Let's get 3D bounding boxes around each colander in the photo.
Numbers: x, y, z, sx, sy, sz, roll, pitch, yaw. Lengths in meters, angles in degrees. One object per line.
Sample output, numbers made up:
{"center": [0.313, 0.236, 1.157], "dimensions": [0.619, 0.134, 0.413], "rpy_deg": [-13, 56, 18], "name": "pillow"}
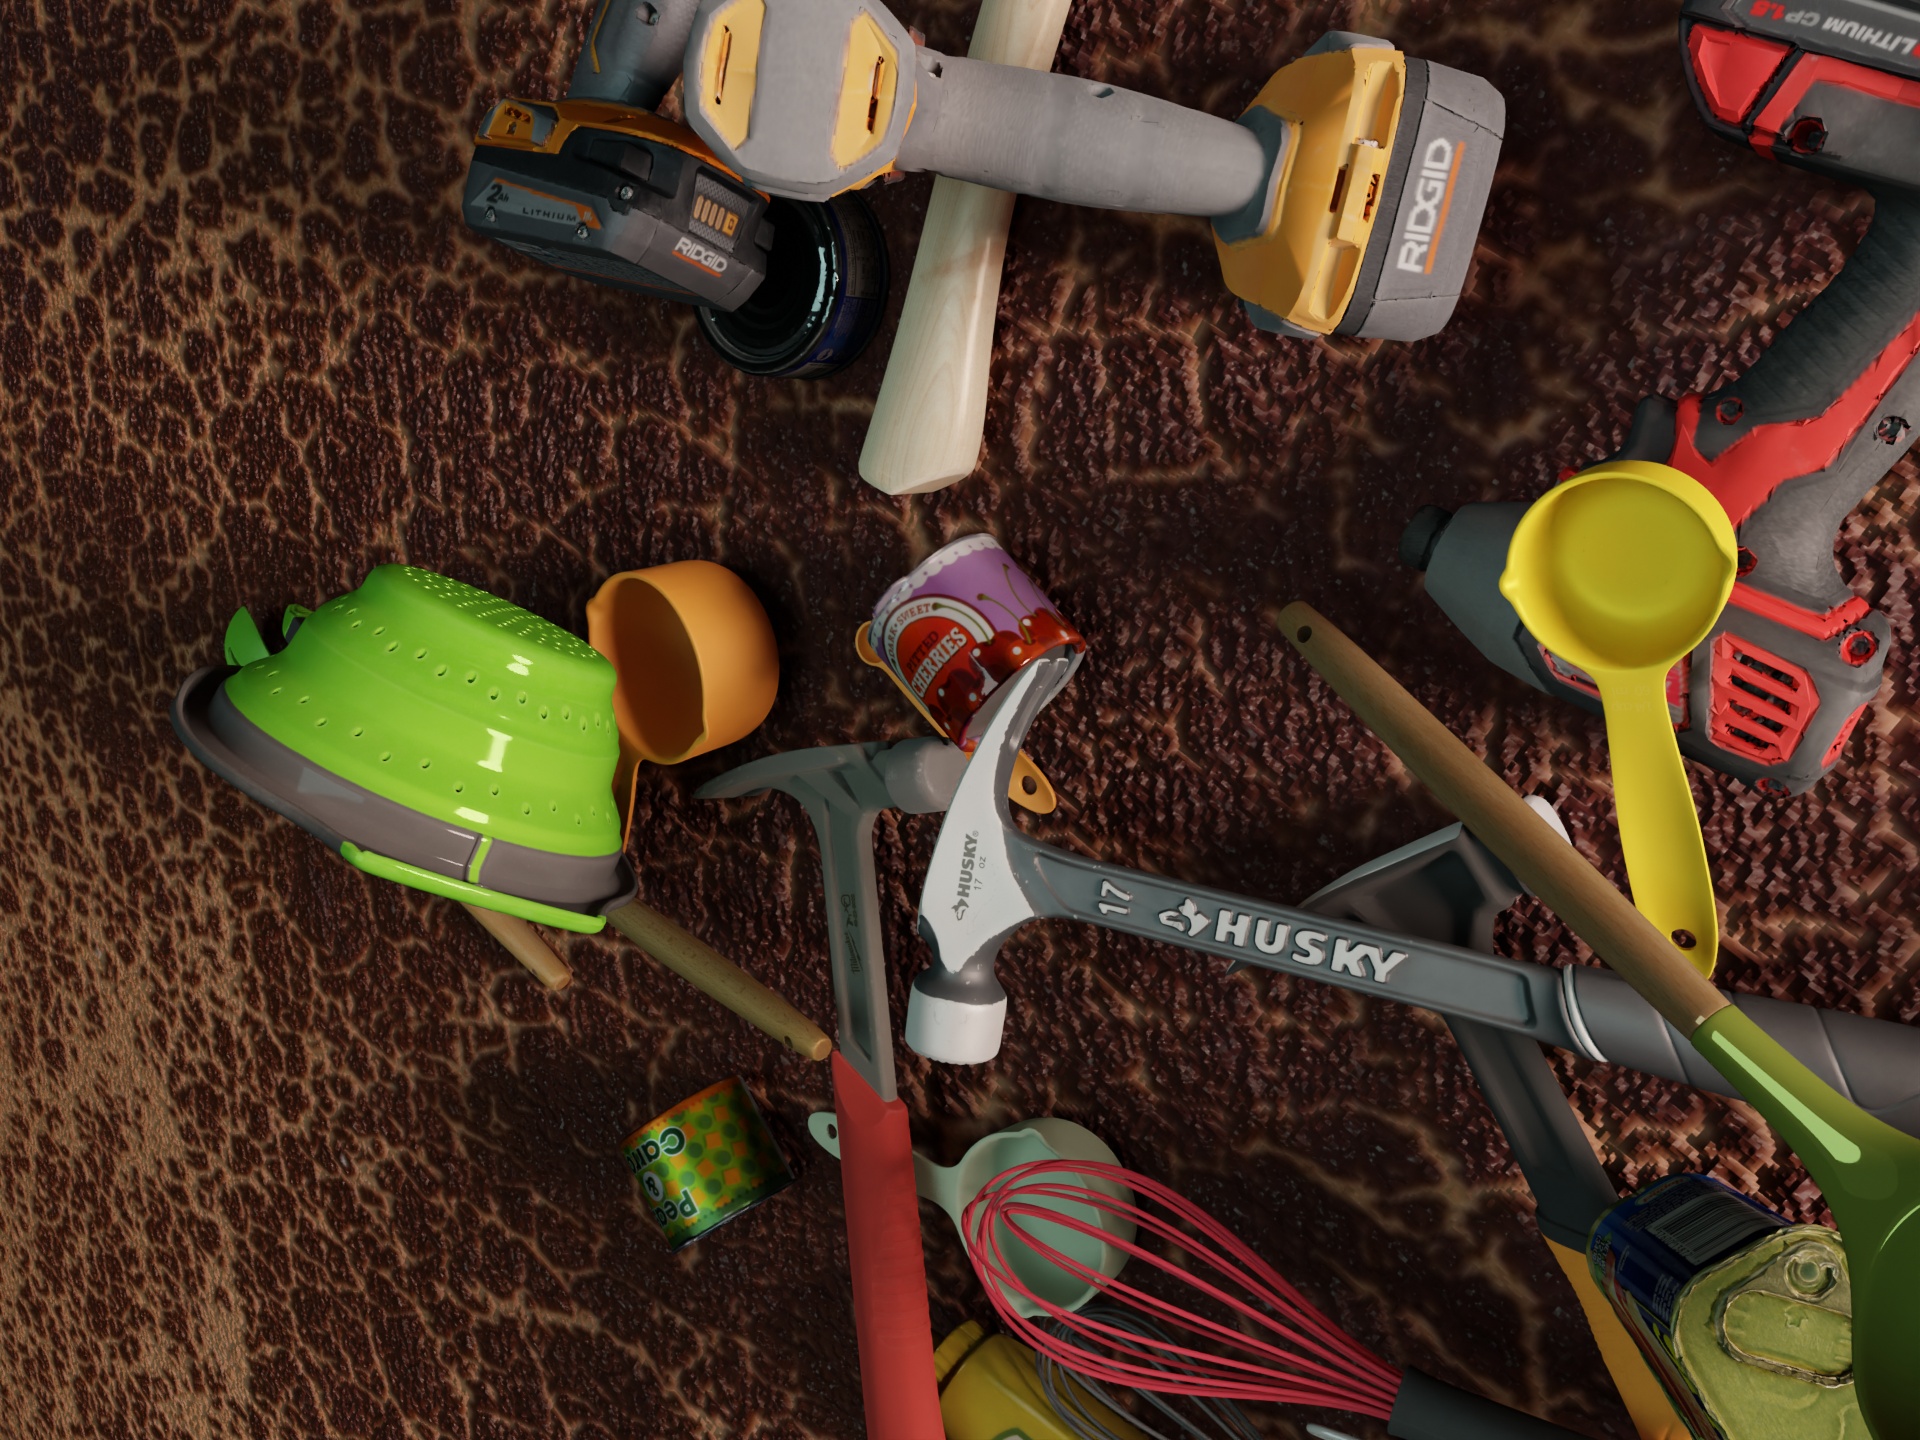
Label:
{"center": [-0.256, -0.029, 0.746], "dimensions": [0.397, 0.204, 0.094], "rpy_deg": [31, 96, 54], "name": "colander"}

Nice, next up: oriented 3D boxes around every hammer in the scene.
{"center": [-0.042, 0.190, 0.676], "dimensions": [0.149, 0.036, 0.359], "rpy_deg": [-11, 83, 42], "name": "hammer"}
{"center": [0.023, -0.283, 0.586], "dimensions": [0.146, 0.038, 0.410], "rpy_deg": [31, 115, 29], "name": "hammer"}
{"center": [0.218, 0.199, 0.536], "dimensions": [0.127, 0.034, 0.337], "rpy_deg": [-32, 80, 34], "name": "hammer"}
{"center": [0.177, 0.082, 0.501], "dimensions": [0.409, 0.036, 0.149], "rpy_deg": [11, 98, 22], "name": "hammer"}

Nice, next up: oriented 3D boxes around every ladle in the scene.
{"center": [-0.163, 0.088, 0.753], "dimensions": [0.316, 0.031, 0.069], "rpy_deg": [23, 132, 42], "name": "ladle"}
{"center": [0.178, 0.061, 0.430], "dimensions": [0.078, 0.062, 0.320], "rpy_deg": [-54, 48, 20], "name": "ladle"}

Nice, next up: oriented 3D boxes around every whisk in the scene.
{"center": [0.131, 0.224, 0.544], "dimensions": [0.296, 0.073, 0.073], "rpy_deg": [16, 107, 25], "name": "whisk"}
{"center": [0.129, 0.302, 0.609], "dimensions": [0.239, 0.055, 0.055], "rpy_deg": [29, 114, 23], "name": "whisk"}

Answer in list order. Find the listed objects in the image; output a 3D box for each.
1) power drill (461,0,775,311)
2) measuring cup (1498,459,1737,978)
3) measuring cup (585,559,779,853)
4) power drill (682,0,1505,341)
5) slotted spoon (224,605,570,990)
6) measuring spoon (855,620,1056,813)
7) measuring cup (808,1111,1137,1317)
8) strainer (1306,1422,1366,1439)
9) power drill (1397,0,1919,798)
{"center": [-0.098, -0.283, 0.619], "dimensions": [0.164, 0.084, 0.226], "rpy_deg": [21, 94, 36], "name": "power drill"}
{"center": [0.197, 0.001, 0.451], "dimensions": [0.062, 0.029, 0.156], "rpy_deg": [-4, 111, 39], "name": "measuring cup"}
{"center": [-0.133, 0.002, 0.742], "dimensions": [0.095, 0.052, 0.173], "rpy_deg": [44, 134, 26], "name": "measuring cup"}
{"center": [0.032, -0.184, 0.507], "dimensions": [0.226, 0.185, 0.084], "rpy_deg": [9, 109, -6], "name": "power drill"}
{"center": [-0.322, 0.043, 0.889], "dimensions": [0.314, 0.031, 0.070], "rpy_deg": [40, 147, 20], "name": "slotted spoon"}
{"center": [-0.001, -0.002, 0.671], "dimensions": [0.117, 0.011, 0.021], "rpy_deg": [43, 119, 17], "name": "measuring spoon"}
{"center": [0.004, 0.195, 0.687], "dimensions": [0.168, 0.038, 0.083], "rpy_deg": [12, 104, 40], "name": "measuring cup"}
{"center": [0.232, 0.322, 0.544], "dimensions": [0.258, 0.050, 0.086], "rpy_deg": [43, 162, 14], "name": "strainer"}
{"center": [0.223, -0.100, 0.456], "dimensions": [0.143, 0.078, 0.219], "rpy_deg": [30, 117, 27], "name": "power drill"}
